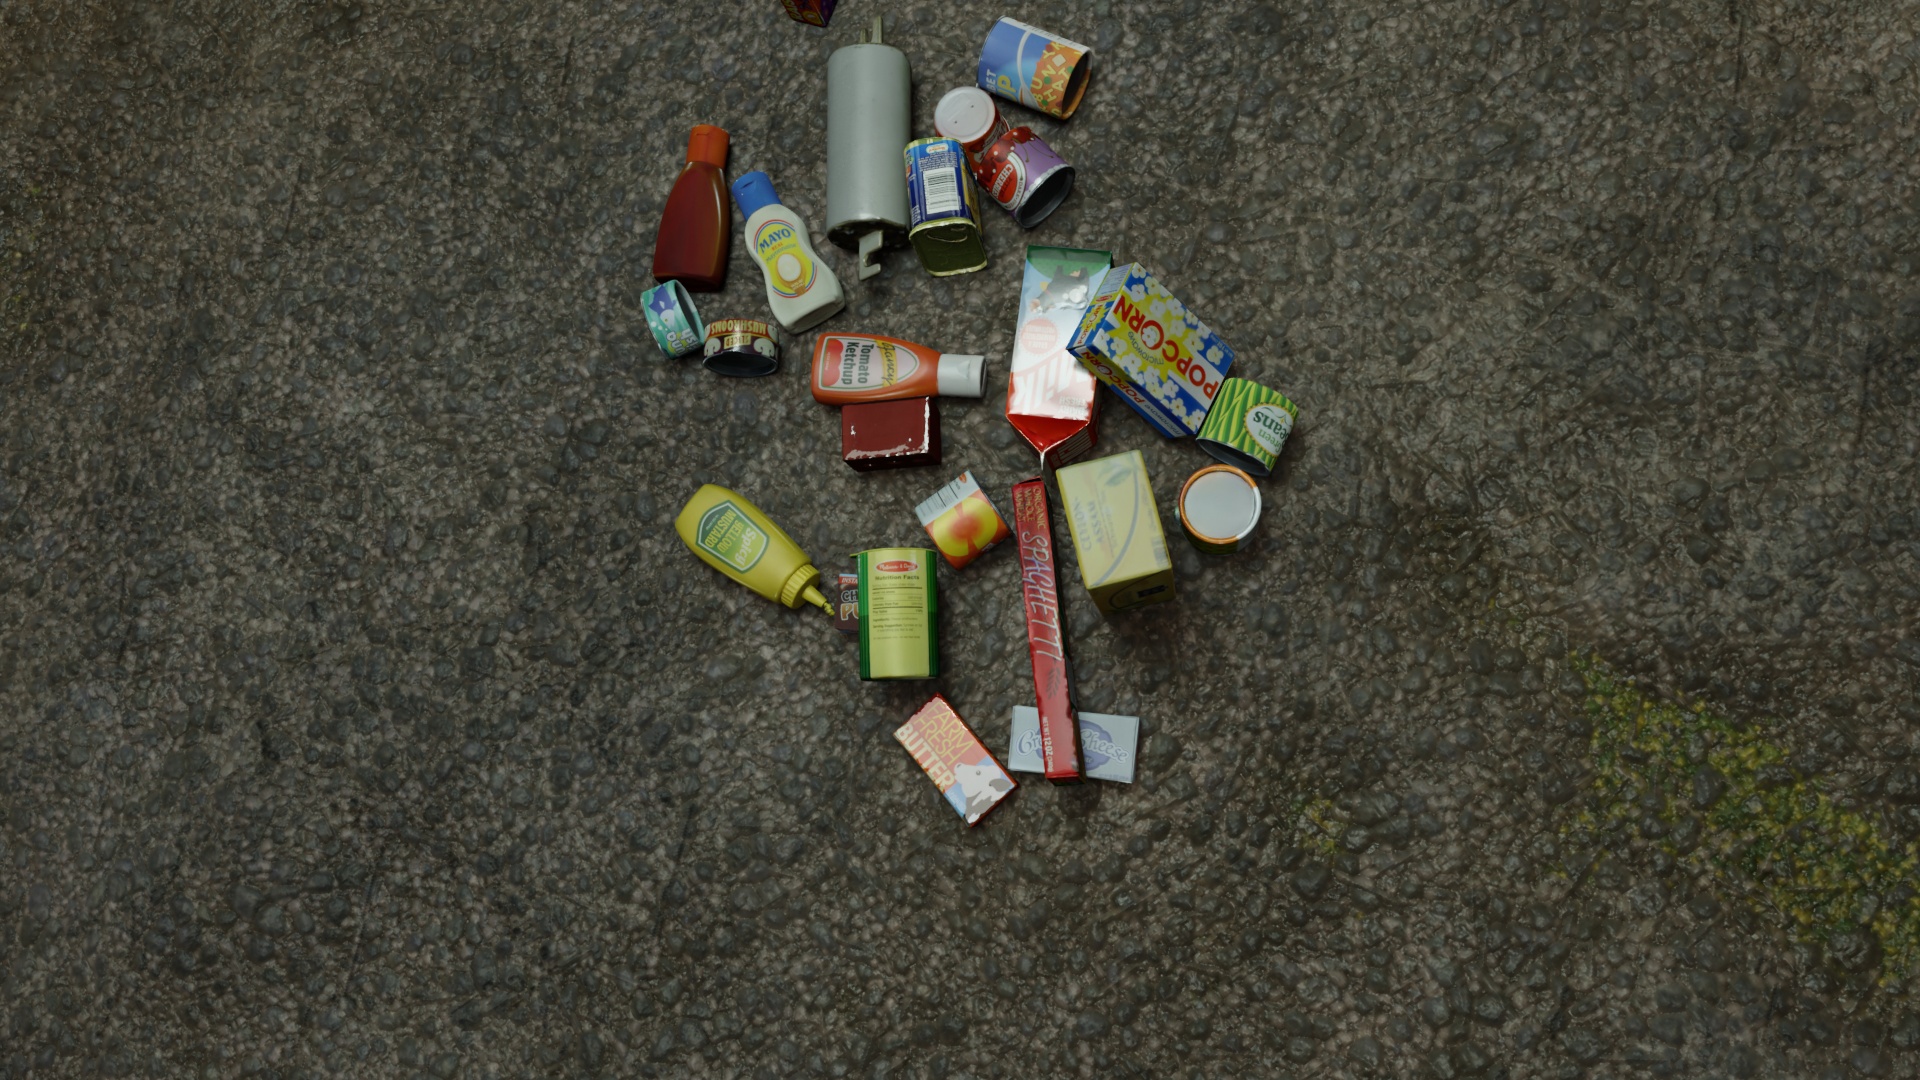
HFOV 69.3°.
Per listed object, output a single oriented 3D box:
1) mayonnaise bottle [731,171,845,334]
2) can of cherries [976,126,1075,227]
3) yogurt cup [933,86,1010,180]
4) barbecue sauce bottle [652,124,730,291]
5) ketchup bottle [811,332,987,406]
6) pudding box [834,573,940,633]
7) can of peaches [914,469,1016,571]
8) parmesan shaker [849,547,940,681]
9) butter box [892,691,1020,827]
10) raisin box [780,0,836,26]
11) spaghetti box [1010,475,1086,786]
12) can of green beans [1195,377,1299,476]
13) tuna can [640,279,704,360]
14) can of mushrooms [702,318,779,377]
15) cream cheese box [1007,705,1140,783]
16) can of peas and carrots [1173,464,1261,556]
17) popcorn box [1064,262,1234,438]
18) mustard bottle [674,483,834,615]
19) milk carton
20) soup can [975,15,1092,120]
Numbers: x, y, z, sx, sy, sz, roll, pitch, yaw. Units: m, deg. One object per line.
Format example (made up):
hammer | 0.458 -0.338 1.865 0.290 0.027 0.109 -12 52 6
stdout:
mayonnaise bottle | -0.161 -0.262 1.249 0.065 0.041 0.148 -28 77 6
can of cherries | 0.055 -0.315 1.206 0.071 0.071 0.058 -43 76 0
yogurt cup | 0.008 -0.366 1.232 0.072 0.054 0.072 -2 79 10
barbecue sauce bottle | -0.239 -0.305 1.271 0.065 0.043 0.148 5 80 11
ketchup bottle | -0.053 -0.146 1.208 0.149 0.043 0.065 4 75 10
pudding box | -0.062 0.056 1.178 0.084 0.030 0.050 4 80 11
can of peaches | 0.004 -0.015 1.162 0.058 0.071 0.071 -35 76 3
parmesan shaker | -0.053 0.061 1.125 0.071 0.071 0.103 -3 81 10
butter box | -0.004 0.180 1.147 0.053 0.024 0.103 -42 75 1
raisin box | -0.141 -0.536 1.255 0.040 0.123 0.086 16 84 13
spaghetti box | 0.071 0.072 1.124 0.029 0.050 0.251 -9 70 9
can of green beans | 0.235 -0.093 1.134 0.071 0.071 0.058 26 85 14
tuna can | -0.255 -0.195 1.240 0.033 0.071 0.071 -22 77 5
can of mushrooms | -0.193 -0.170 1.223 0.071 0.071 0.033 -2 78 10
cream cheese box | 0.093 0.166 1.132 0.104 0.024 0.053 4 79 11
can of peas and carrots | 0.208 -0.025 1.130 0.071 0.058 0.071 -2 79 10
popcorn box | 0.157 -0.153 1.131 0.126 0.038 0.085 37 70 -24
mustard bottle | -0.170 0.015 1.195 0.160 0.049 0.065 35 89 14
milk carton | 0.083 -0.144 1.168 0.073 0.072 0.191 6 81 11
soup can | 0.064 -0.413 1.225 0.084 0.071 0.071 26 85 13
